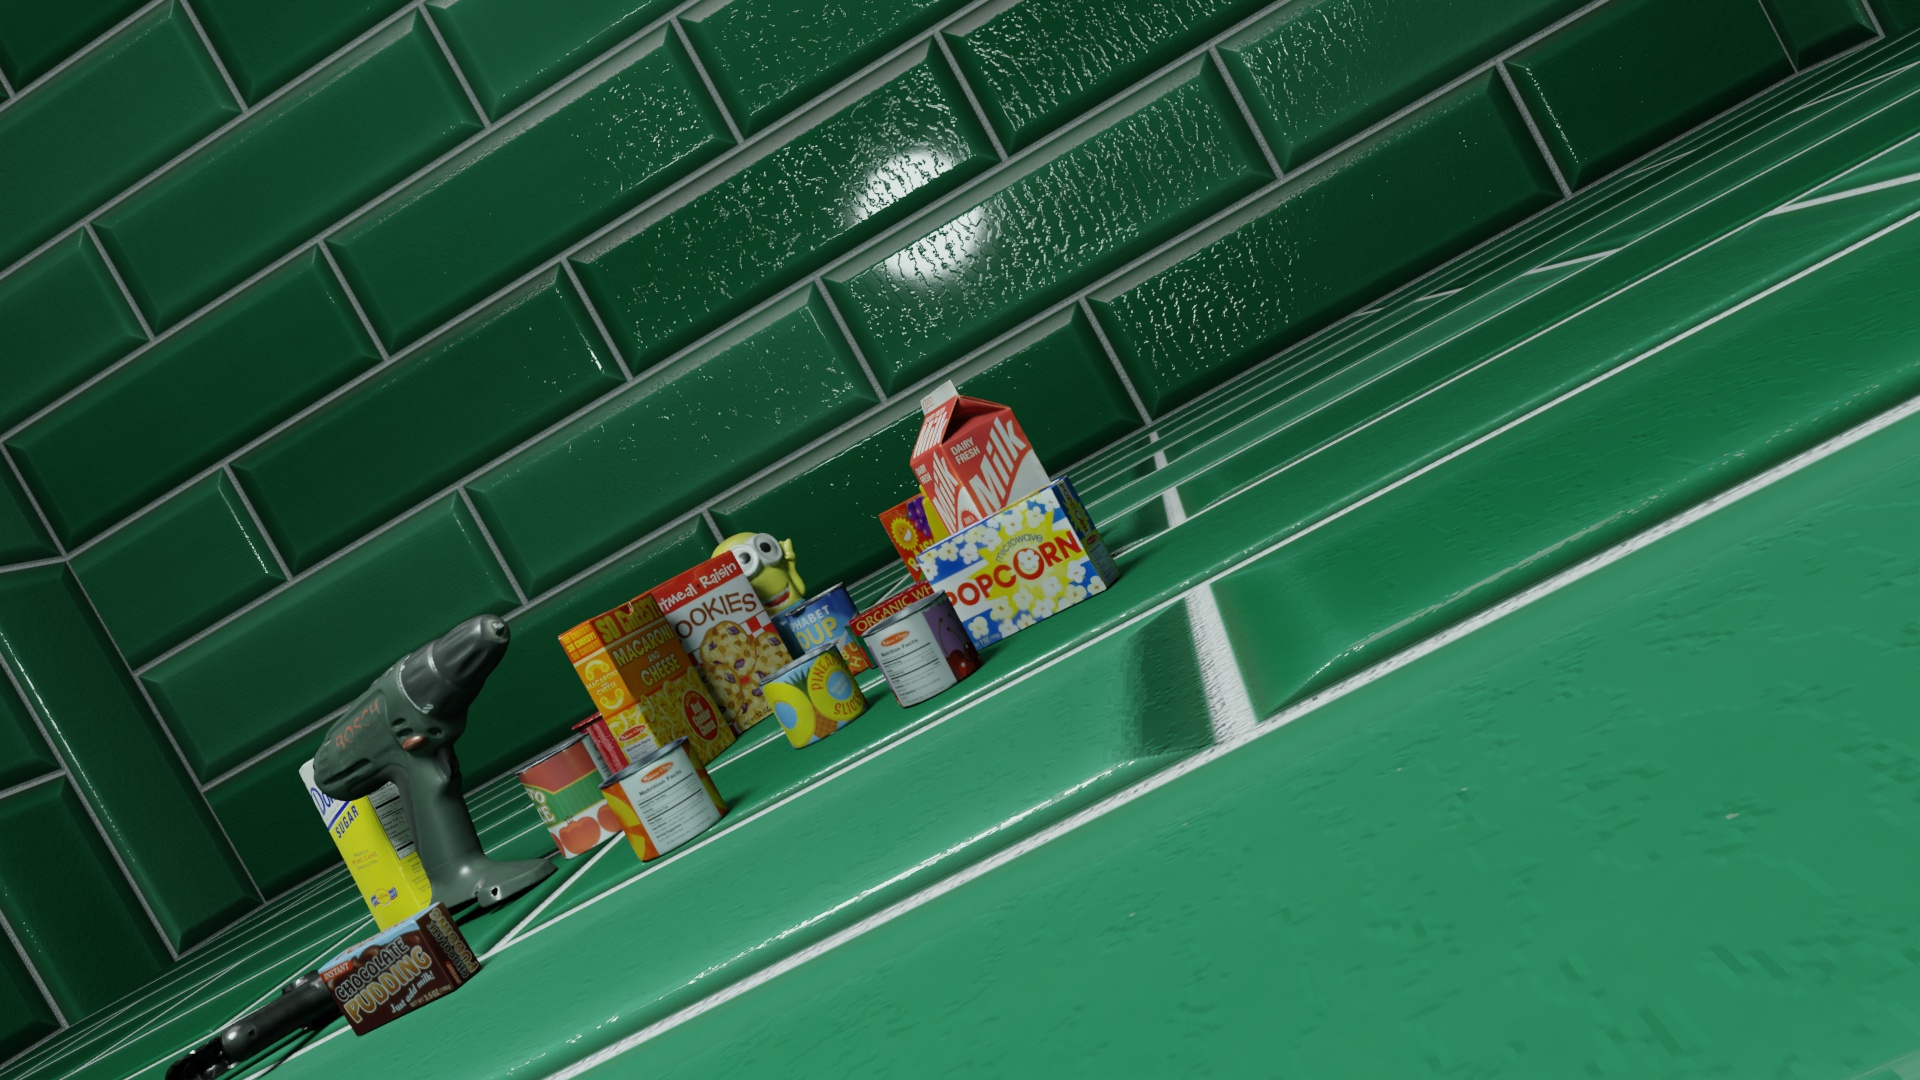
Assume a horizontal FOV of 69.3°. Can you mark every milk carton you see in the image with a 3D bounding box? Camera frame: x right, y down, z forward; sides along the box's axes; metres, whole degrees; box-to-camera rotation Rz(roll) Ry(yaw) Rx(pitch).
[{"bbox_3d":[0.025,-0.037,1.119,0.074,0.190,0.072,-30,2,-24],"label":"milk carton"}]

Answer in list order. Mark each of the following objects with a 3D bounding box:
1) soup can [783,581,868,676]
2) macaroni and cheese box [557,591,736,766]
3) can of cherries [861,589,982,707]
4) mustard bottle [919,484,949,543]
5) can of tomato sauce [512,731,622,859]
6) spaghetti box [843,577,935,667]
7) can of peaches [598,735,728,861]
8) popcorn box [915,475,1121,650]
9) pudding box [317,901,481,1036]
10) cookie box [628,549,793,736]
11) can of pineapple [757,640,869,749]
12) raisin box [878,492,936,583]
[{"bbox_3d":[-0.124,0.093,1.350,0.071,0.083,0.071,-29,2,1],"label":"soup can"},{"bbox_3d":[-0.282,0.137,1.269,0.040,0.166,0.124,-28,2,17],"label":"macaroni and cheese box"},{"bbox_3d":[-0.025,0.074,0.960,0.071,0.058,0.071,-29,2,1],"label":"can of cherries"},{"bbox_3d":[0.004,-0.016,1.248,0.065,0.160,0.049,-27,3,42],"label":"mustard bottle"},{"bbox_3d":[-0.318,0.211,1.145,0.071,0.083,0.071,-29,2,1],"label":"can of tomato sauce"},{"bbox_3d":[0.010,0.040,1.320,0.250,0.050,0.028,-29,2,-8],"label":"spaghetti box"},{"bbox_3d":[-0.196,0.171,0.920,0.071,0.058,0.071,-29,2,1],"label":"can of peaches"},{"bbox_3d":[0.041,0.019,1.022,0.126,0.085,0.038,-28,3,26],"label":"popcorn box"},{"bbox_3d":[-0.338,0.258,0.838,0.083,0.049,0.030,-28,2,17],"label":"pudding box"},{"bbox_3d":[-0.244,0.109,1.391,0.123,0.167,0.040,-31,3,-39],"label":"cookie box"},{"bbox_3d":[-0.109,0.116,1.047,0.071,0.058,0.071,-29,2,1],"label":"can of pineapple"},{"bbox_3d":[-0.023,0.008,1.486,0.040,0.123,0.086,-31,3,-44],"label":"raisin box"}]
